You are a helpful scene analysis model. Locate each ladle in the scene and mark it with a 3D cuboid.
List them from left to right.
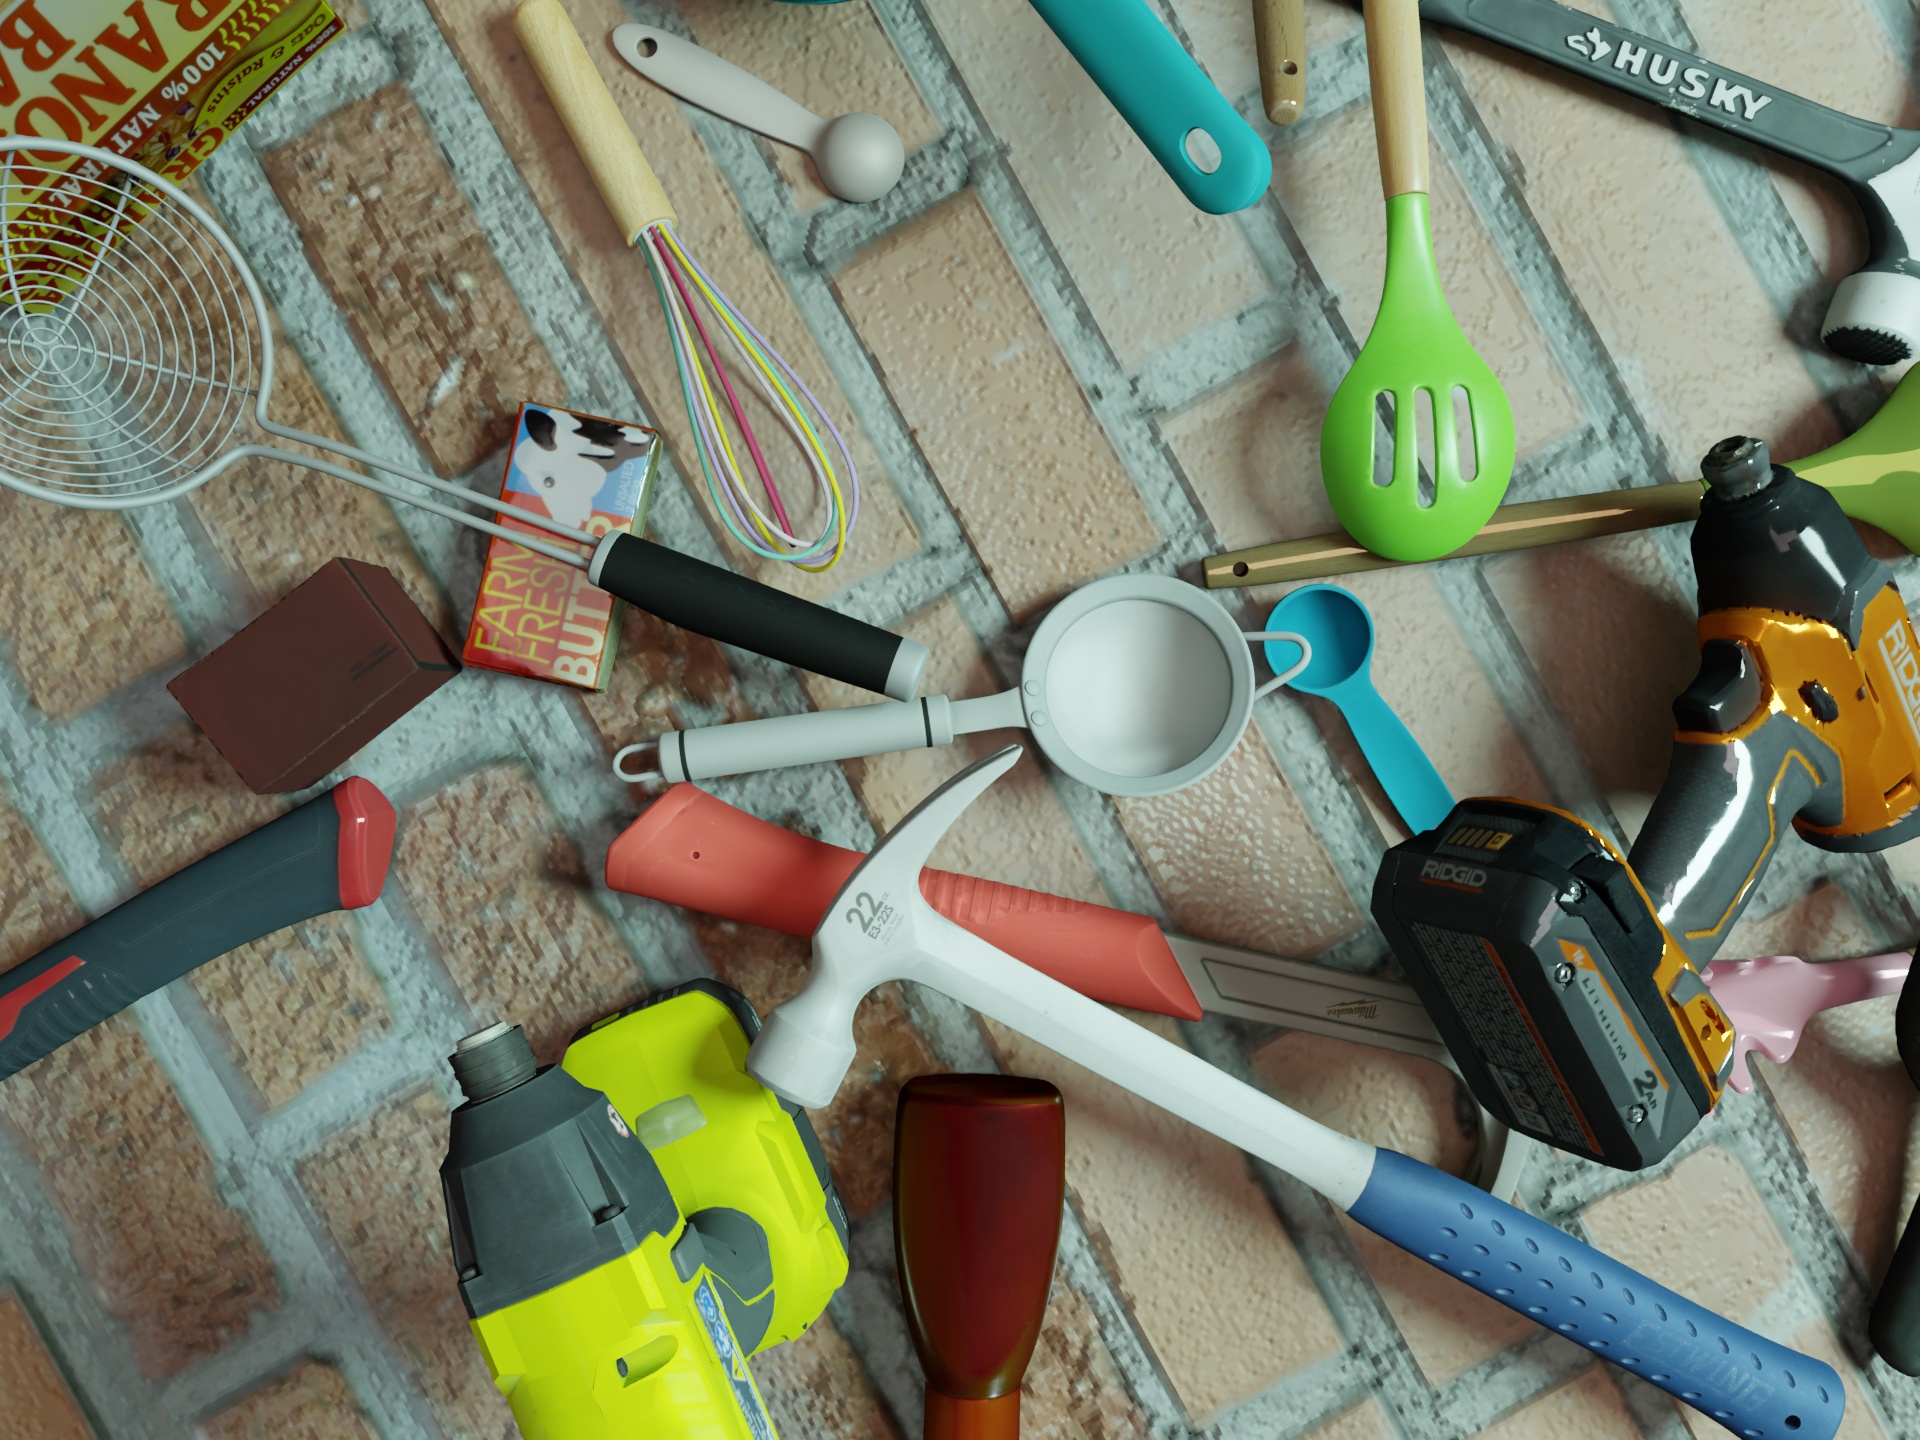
[{"bbox_3d":[0.252,-0.081,0.611,0.320,0.062,0.078,-8,99,6],"label":"ladle"}]

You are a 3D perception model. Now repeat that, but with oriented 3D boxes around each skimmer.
[{"bbox_3d":[-0.181,-0.090,0.546,0.363,0.090,0.127,20,66,2],"label":"skimmer"}]

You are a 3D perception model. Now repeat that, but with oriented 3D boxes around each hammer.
[{"bbox_3d":[-0.392,0.117,0.593,0.386,0.038,0.143,-31,89,-1],"label":"hammer"},{"bbox_3d":[0.043,0.096,0.602,0.359,0.037,0.149,12,91,-1],"label":"hammer"},{"bbox_3d":[0.136,0.153,0.566,0.405,0.035,0.144,29,89,-5],"label":"hammer"},{"bbox_3d":[0.201,-0.279,0.608,0.409,0.036,0.149,22,88,-1],"label":"hammer"}]

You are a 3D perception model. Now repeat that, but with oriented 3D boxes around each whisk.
[{"bbox_3d":[-0.109,-0.163,0.601,0.051,0.047,0.245,-27,86,-12],"label":"whisk"}]

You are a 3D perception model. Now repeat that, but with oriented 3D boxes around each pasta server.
[{"bbox_3d":[0.394,0.094,0.609,0.316,0.040,0.060,-10,108,-3],"label":"pasta server"}]

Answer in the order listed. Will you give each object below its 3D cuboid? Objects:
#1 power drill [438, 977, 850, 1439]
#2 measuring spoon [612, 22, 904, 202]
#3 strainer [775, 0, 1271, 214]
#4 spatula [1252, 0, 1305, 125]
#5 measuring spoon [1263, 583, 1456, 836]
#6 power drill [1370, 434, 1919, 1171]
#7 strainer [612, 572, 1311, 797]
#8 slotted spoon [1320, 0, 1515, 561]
[{"bbox_3d":[-0.095,0.161,0.505,0.080,0.223,0.171,-23,90,-1],"label":"power drill"},{"bbox_3d":[-0.079,-0.238,0.610,0.124,0.018,0.034,27,89,0],"label":"measuring spoon"},{"bbox_3d":[0.009,-0.313,0.551,0.340,0.095,0.211,52,128,4],"label":"strainer"},{"bbox_3d":[0.111,-0.351,0.575,0.082,0.044,0.318,3,69,-5],"label":"spatula"},{"bbox_3d":[0.160,0.002,0.618,0.042,0.021,0.128,-33,100,8],"label":"measuring spoon"},{"bbox_3d":[0.246,0.020,0.543,0.226,0.084,0.164,-41,111,-20],"label":"power drill"},{"bbox_3d":[-0.001,-0.002,0.593,0.258,0.050,0.087,-8,73,-2],"label":"strainer"},{"bbox_3d":[0.158,-0.216,0.579,0.070,0.031,0.314,-4,90,6],"label":"slotted spoon"}]
